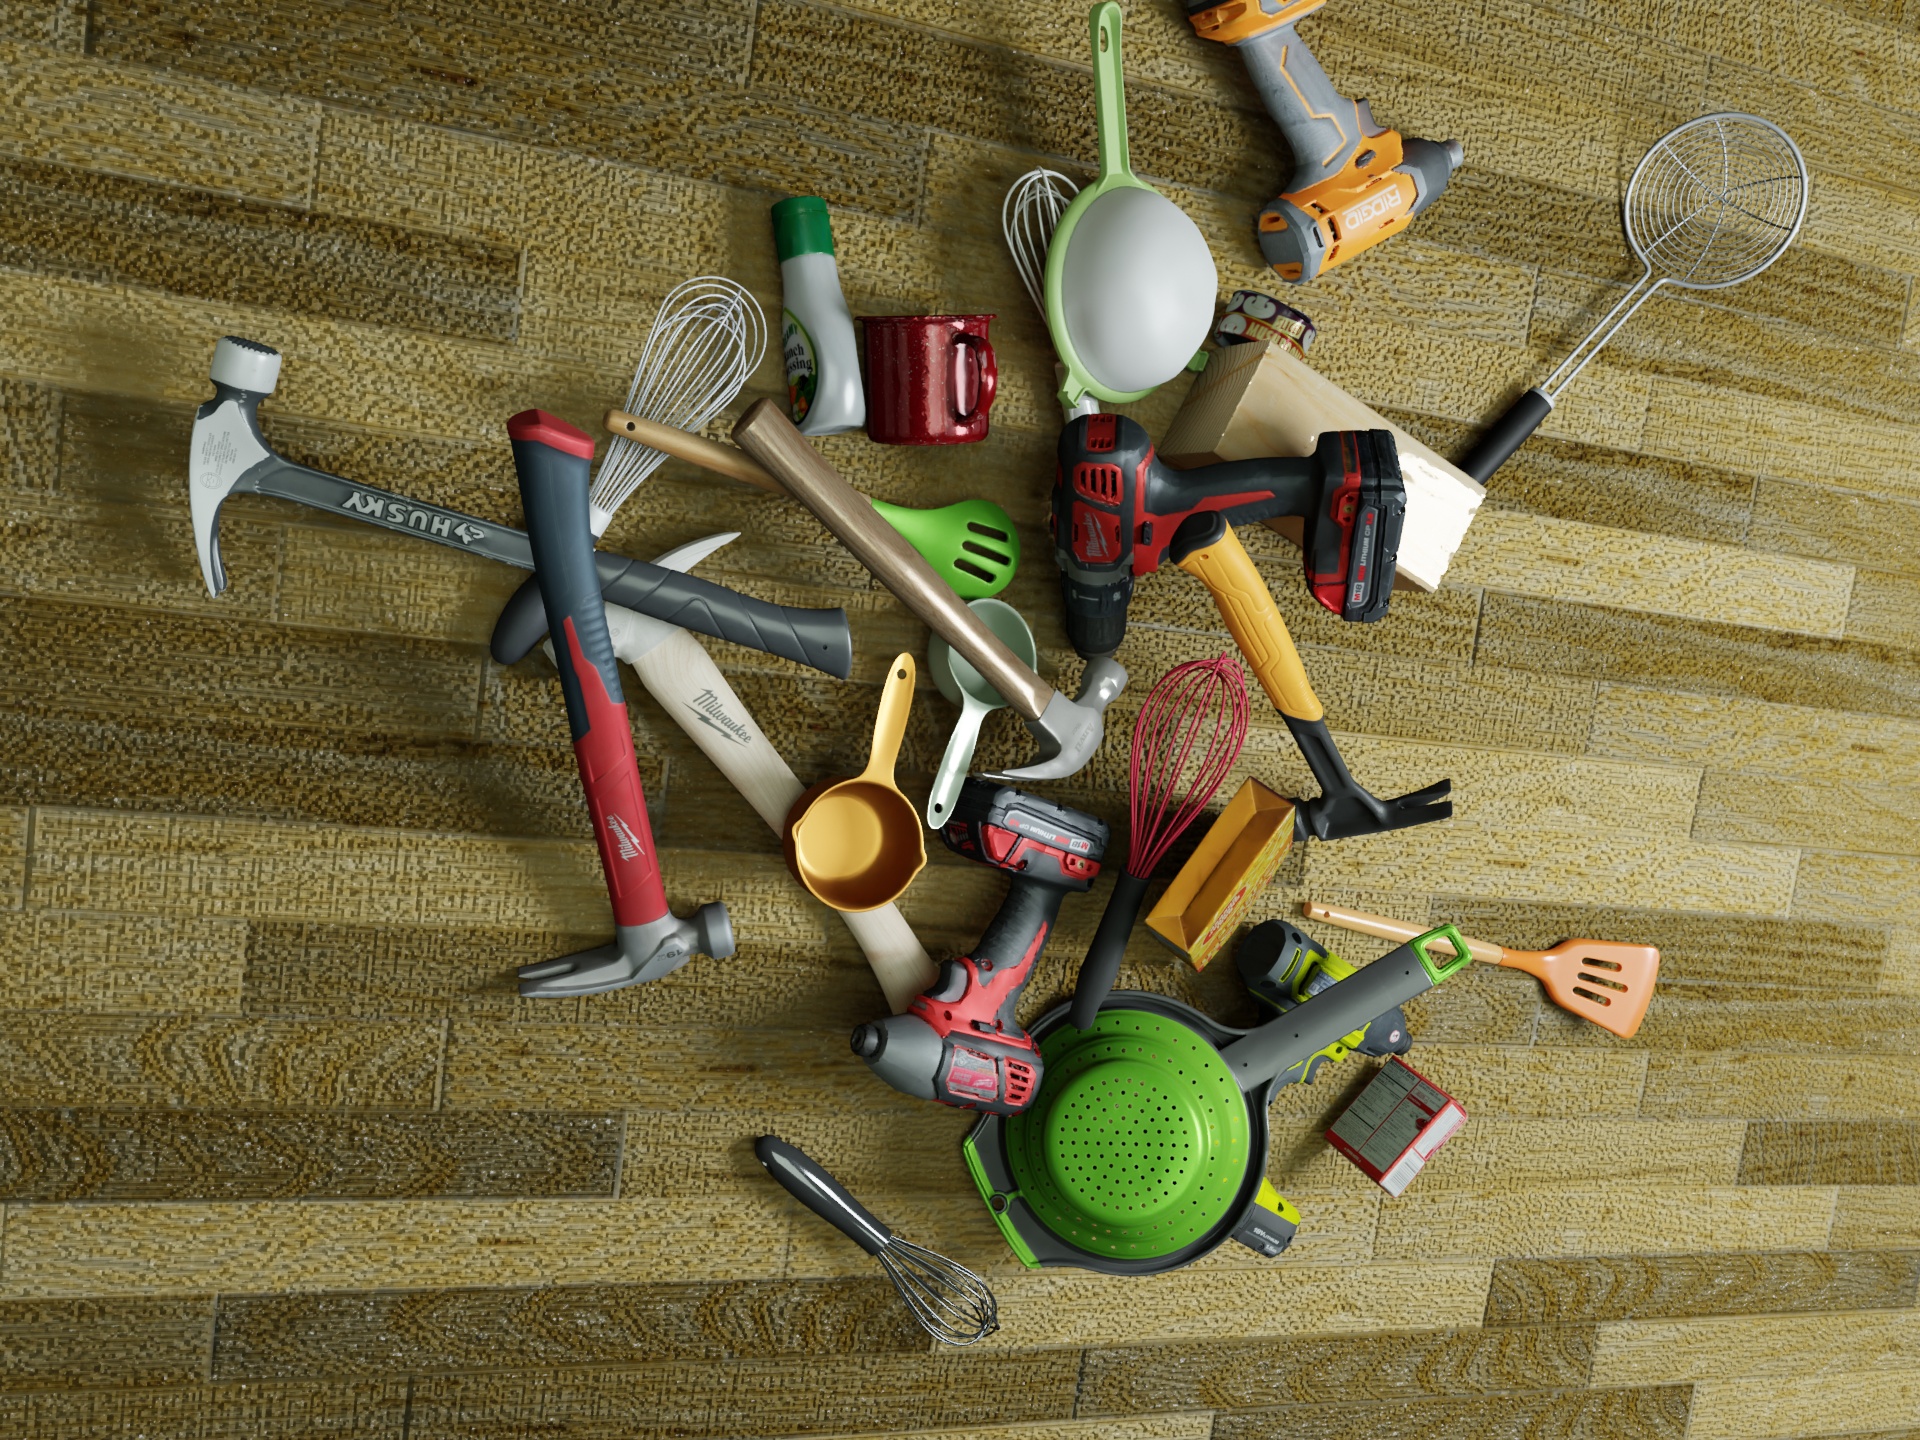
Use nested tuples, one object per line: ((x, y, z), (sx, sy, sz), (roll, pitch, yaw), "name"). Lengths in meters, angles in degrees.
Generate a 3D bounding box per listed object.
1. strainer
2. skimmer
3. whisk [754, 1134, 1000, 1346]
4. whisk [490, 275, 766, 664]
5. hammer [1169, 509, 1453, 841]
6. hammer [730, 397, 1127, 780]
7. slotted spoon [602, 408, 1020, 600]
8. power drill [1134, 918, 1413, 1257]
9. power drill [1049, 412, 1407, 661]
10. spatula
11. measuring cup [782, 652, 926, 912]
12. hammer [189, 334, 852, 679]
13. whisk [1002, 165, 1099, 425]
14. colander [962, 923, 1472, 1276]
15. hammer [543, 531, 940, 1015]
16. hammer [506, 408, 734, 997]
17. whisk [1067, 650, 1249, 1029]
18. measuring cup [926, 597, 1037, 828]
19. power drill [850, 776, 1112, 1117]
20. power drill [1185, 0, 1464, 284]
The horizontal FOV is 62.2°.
((0.123, -0.338, 1.048), (0.151, 0.069, 0.256), (-24, 116, -38), "strainer")
((0.486, -0.300, 1.205), (0.127, 0.090, 0.363), (42, 86, 13), "skimmer")
((-0.060, 0.375, 1.151), (0.238, 0.055, 0.055), (44, 83, -14), "whisk")
((-0.218, -0.156, 1.009), (0.070, 0.070, 0.284), (33, 92, -20), "whisk")
((0.232, -0.023, 1.090), (0.336, 0.127, 0.034), (51, 38, -41), "hammer")
((-0.023, -0.080, 1.036), (0.331, 0.031, 0.130), (43, 61, -24), "hammer")
((-0.084, -0.144, 1.036), (0.313, 0.031, 0.070), (16, 94, -31), "slotted spoon")
((0.247, 0.286, 1.223), (0.171, 0.080, 0.223), (34, 84, -25), "power drill")
((0.173, -0.116, 1.077), (0.226, 0.080, 0.187), (2, 132, 5), "power drill")
((0.420, 0.187, 1.284), (0.322, 0.041, 0.081), (15, 94, -19), "spatula")
((-0.064, 0.039, 1.058), (0.095, 0.052, 0.173), (16, 85, -22), "measuring cup")
((-0.258, -0.096, 0.973), (0.408, 0.036, 0.149), (17, 103, -15), "hammer")
((0.076, -0.255, 1.096), (0.058, 0.059, 0.246), (-14, 108, -3), "whisk")
((0.187, 0.253, 1.119), (0.397, 0.094, 0.204), (-30, 79, 2), "colander")
((-0.101, 0.067, 1.092), (0.146, 0.038, 0.410), (-39, 109, -11), "hammer")
((-0.238, 0.002, 0.974), (0.143, 0.038, 0.386), (-13, 120, -12), "hammer")
((0.126, 0.086, 1.082), (0.073, 0.073, 0.295), (10, 112, -20), "whisk")
((-0.002, -0.003, 1.088), (0.083, 0.038, 0.168), (29, 70, -29), "measuring cup")
((0.011, 0.156, 1.096), (0.143, 0.079, 0.220), (20, 83, -31), "power drill")
((0.261, -0.444, 1.113), (0.164, 0.084, 0.226), (-30, 111, -13), "power drill")
